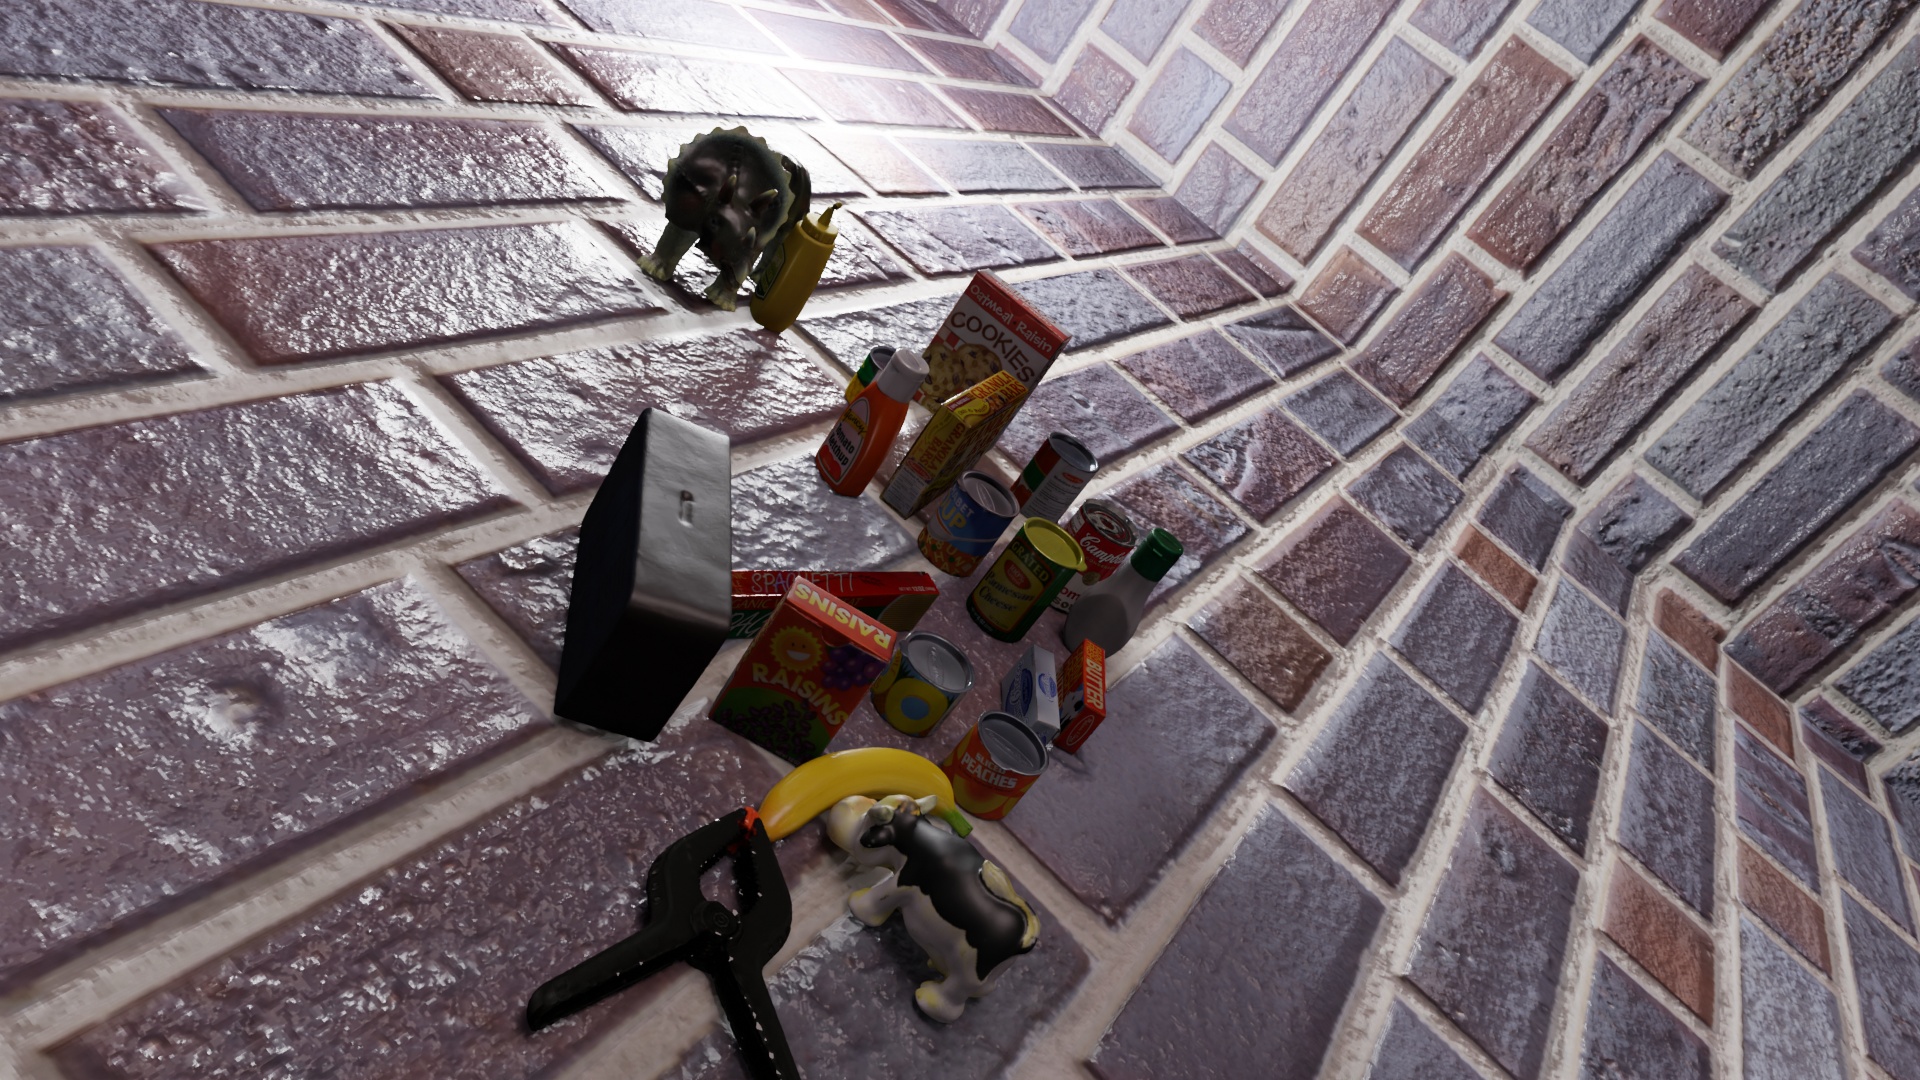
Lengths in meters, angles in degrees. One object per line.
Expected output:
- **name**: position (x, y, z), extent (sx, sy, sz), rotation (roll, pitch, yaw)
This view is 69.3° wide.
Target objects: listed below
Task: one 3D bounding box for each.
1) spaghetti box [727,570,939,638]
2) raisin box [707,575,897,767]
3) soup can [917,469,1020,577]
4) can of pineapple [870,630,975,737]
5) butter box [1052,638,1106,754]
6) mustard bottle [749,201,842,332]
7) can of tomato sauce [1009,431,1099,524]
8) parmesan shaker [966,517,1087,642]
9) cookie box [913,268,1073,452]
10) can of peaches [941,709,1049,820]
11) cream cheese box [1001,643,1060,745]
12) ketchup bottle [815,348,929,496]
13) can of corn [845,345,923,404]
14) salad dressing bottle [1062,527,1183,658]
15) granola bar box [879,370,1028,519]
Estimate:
- **spaghetti box**: position (-0.121, 0.051, 1.125), extent (0.250, 0.050, 0.029), rotation (1, 44, -47)
- **raisin box**: position (-0.113, 0.096, 0.988), extent (0.086, 0.123, 0.040), rotation (32, 28, -9)
- **soup can**: position (0.005, -0.017, 1.331), extent (0.071, 0.083, 0.072), rotation (27, 29, -17)
- **can of pineapple**: position (-0.032, 0.115, 1.119), extent (0.071, 0.057, 0.071), rotation (27, 29, -17)
- **butter box**: position (0.106, 0.138, 1.242), extent (0.024, 0.053, 0.104), rotation (30, 29, -12)
- **mustard bottle**: position (-0.171, -0.299, 1.482), extent (0.049, 0.159, 0.065), rotation (19, 32, -29)
- **can of tomato sauce**: position (0.101, -0.068, 1.515), extent (0.071, 0.082, 0.071), rotation (27, 29, -17)
- **parmesan shaker**: position (0.061, 0.039, 1.288), extent (0.071, 0.102, 0.072), rotation (27, 29, -17)
- **cookie box**: position (0.028, -0.198, 1.542), extent (0.123, 0.166, 0.040), rotation (39, 28, 5)
- **can of peaches**: position (0.026, 0.177, 1.088), extent (0.071, 0.057, 0.071), rotation (27, 29, -17)
- **cream cheese box**: position (0.059, 0.141, 1.185), extent (0.024, 0.053, 0.104), rotation (27, 29, -17)
- **ketchup bottle**: position (-0.082, -0.114, 1.313), extent (0.043, 0.148, 0.065), rotation (8, 39, -43)
- **can of corn**: position (-0.082, -0.167, 1.489), extent (0.071, 0.058, 0.071), rotation (27, 29, -17)
- **salad dressing bottle**: position (0.156, 0.052, 1.326), extent (0.064, 0.147, 0.044), rotation (41, 28, 9)
- **granola bar box**: position (-0.005, -0.100, 1.403), extent (0.039, 0.123, 0.166), rotation (40, 28, 6)
